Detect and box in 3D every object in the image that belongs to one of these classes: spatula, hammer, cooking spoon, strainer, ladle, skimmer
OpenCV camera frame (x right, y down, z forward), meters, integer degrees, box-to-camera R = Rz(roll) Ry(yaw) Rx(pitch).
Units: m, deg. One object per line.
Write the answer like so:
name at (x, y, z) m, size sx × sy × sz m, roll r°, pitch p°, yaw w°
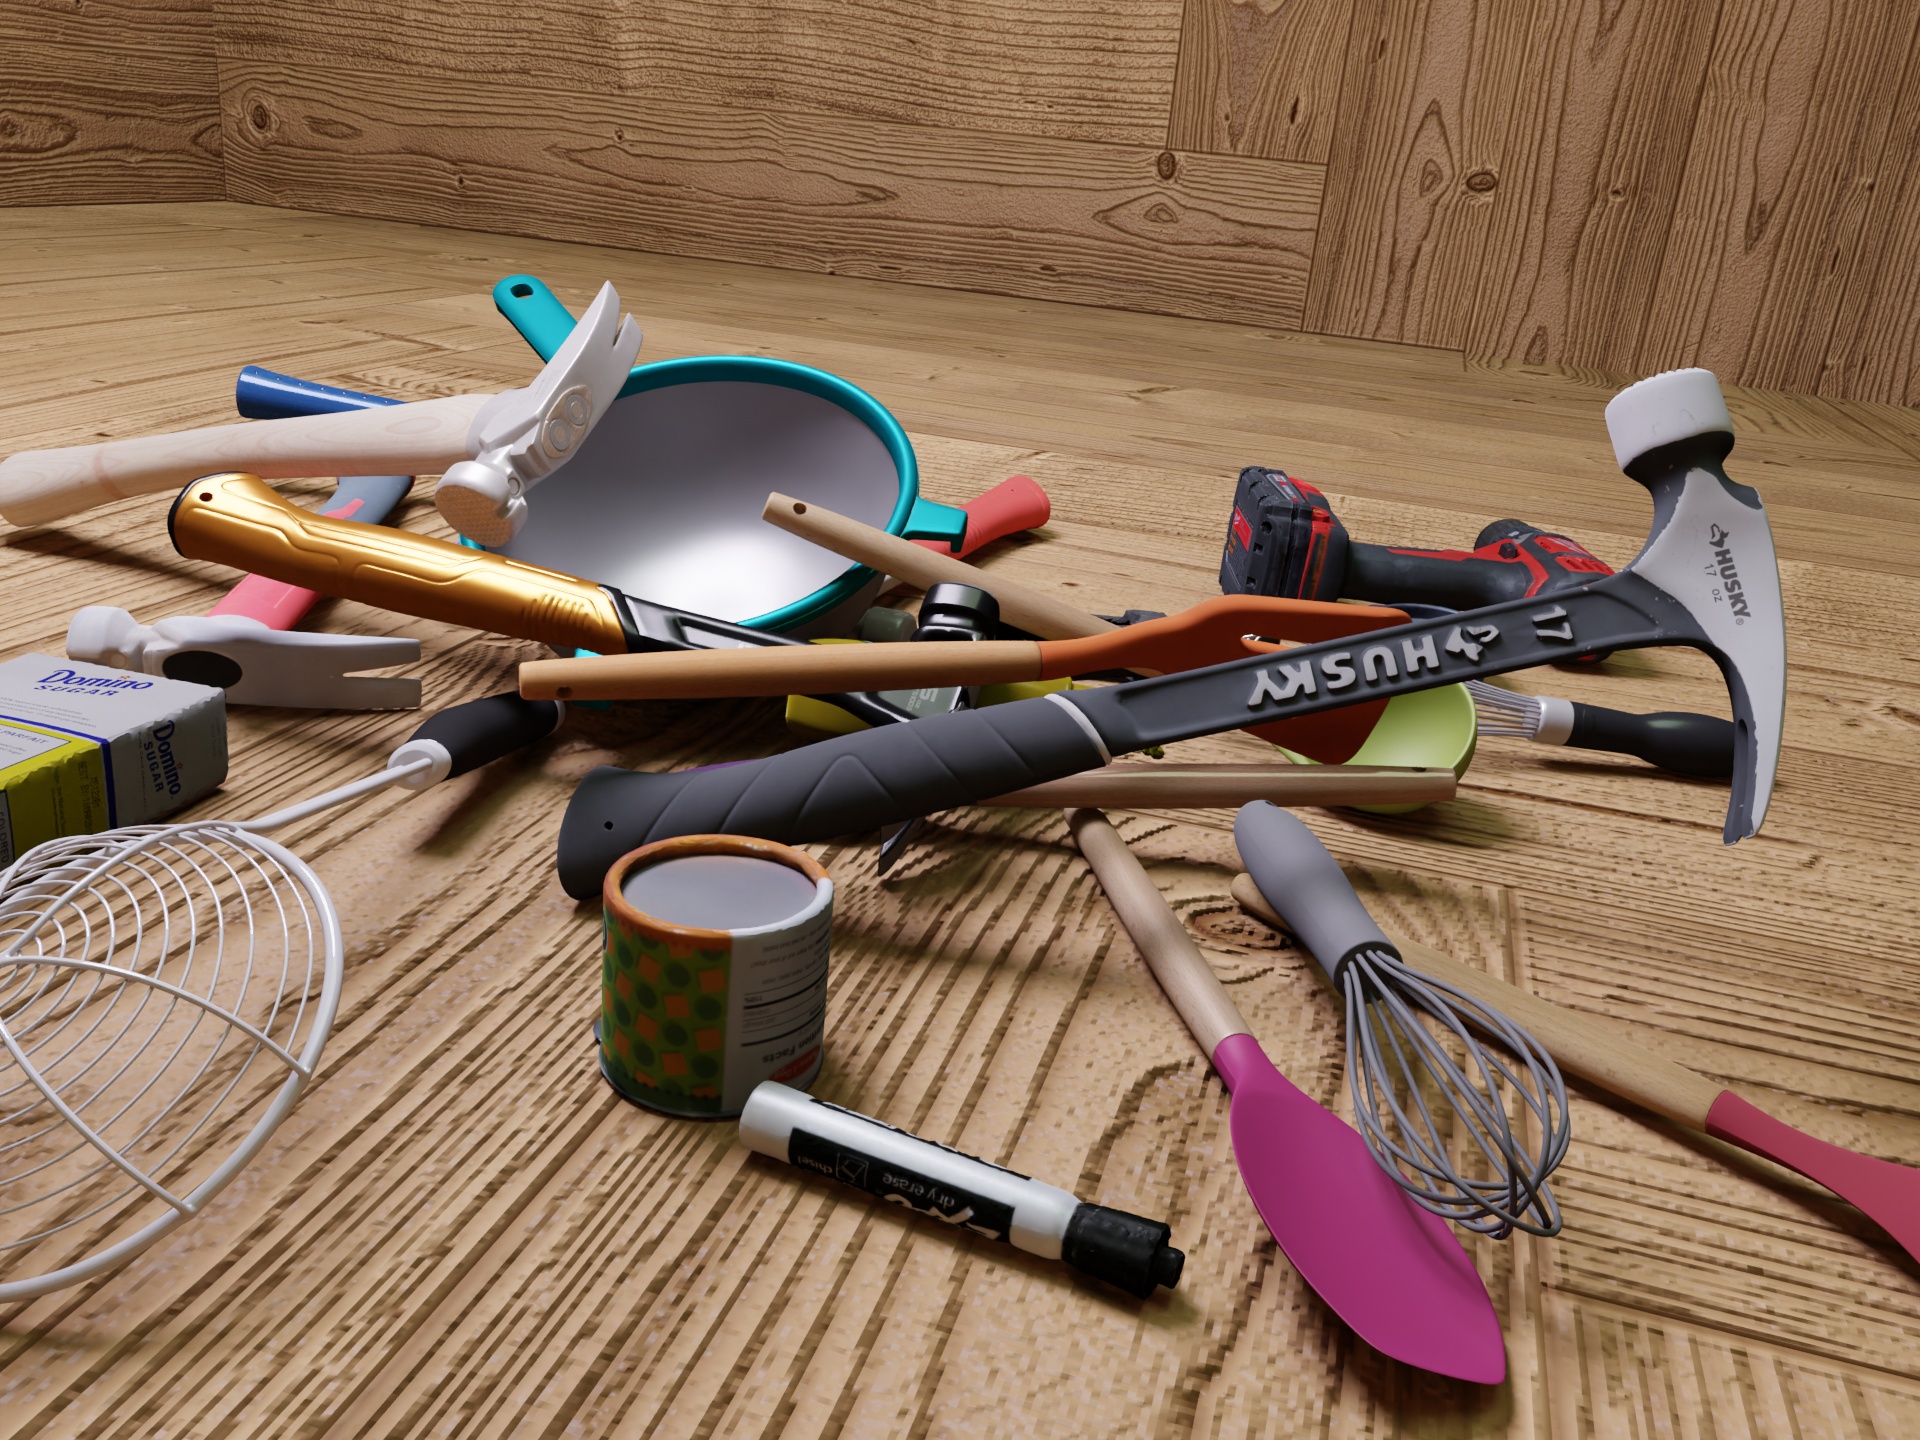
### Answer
spatula at (0.033, 0.025, 0.628) m, size 0.316 × 0.018 × 0.060 m, roll -1°, pitch 21°, yaw 6°
hammer at (-0.252, -0.173, 1.019) m, size 0.405 × 0.035 × 0.144 m, roll 10°, pitch 12°, yaw -5°
cooking spoon at (0.078, 0.092, 0.503) m, size 0.068 × 0.017 × 0.319 m, roll 21°, pitch 15°, yaw -18°
hammer at (-0.160, -0.037, 0.631) m, size 0.337 × 0.034 × 0.127 m, roll 14°, pitch 53°, yaw 7°
hammer at (-0.346, -0.142, 0.801) m, size 0.411 × 0.038 × 0.146 m, roll 1°, pitch 50°, yaw 29°
strainer at (-0.156, -0.115, 0.800) m, size 0.211 × 0.095 × 0.341 m, roll -26°, pitch 49°, yaw -20°
hammer at (-0.035, -0.103, 0.969) m, size 0.149 × 0.036 × 0.359 m, roll 13°, pitch 22°, yaw 19°
ladle at (0.207, 0.108, 0.487) m, size 0.069 × 0.031 × 0.316 m, roll -14°, pitch 27°, yaw -39°
ladle at (0.069, -0.039, 0.678) m, size 0.320 × 0.062 × 0.078 m, roll 21°, pitch 56°, yaw -7°
skimmer at (-0.199, 0.055, 0.517) m, size 0.127 × 0.090 × 0.363 m, roll -8°, pitch 9°, yaw 8°
hammer at (-0.329, -0.090, 0.856) m, size 0.143 × 0.038 × 0.387 m, roll 4°, pitch 21°, yaw -9°
hammer at (0.060, 0.004, 0.526) m, size 0.409 × 0.149 × 0.036 m, roll -13°, pitch -13°, yaw 8°
spatula at (0.007, -0.015, 0.579) m, size 0.322 × 0.081 × 0.041 m, roll -3°, pitch 45°, yaw -17°

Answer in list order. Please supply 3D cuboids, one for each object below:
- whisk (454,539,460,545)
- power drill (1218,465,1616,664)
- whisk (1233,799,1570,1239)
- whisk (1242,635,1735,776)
whisk at (-0.182, -0.092, 0.895) m, size 0.245 × 0.051 × 0.047 m, roll -11°, pitch 20°, yaw -44°
power drill at (0.281, -0.099, 0.987) m, size 0.226 × 0.080 × 0.188 m, roll 8°, pitch 21°, yaw -1°
whisk at (0.123, 0.077, 0.493) m, size 0.055 × 0.055 × 0.239 m, roll 3°, pitch 20°, yaw -8°
whisk at (0.250, -0.004, 0.761) m, size 0.284 × 0.070 × 0.070 m, roll 9°, pitch 20°, yaw -4°
